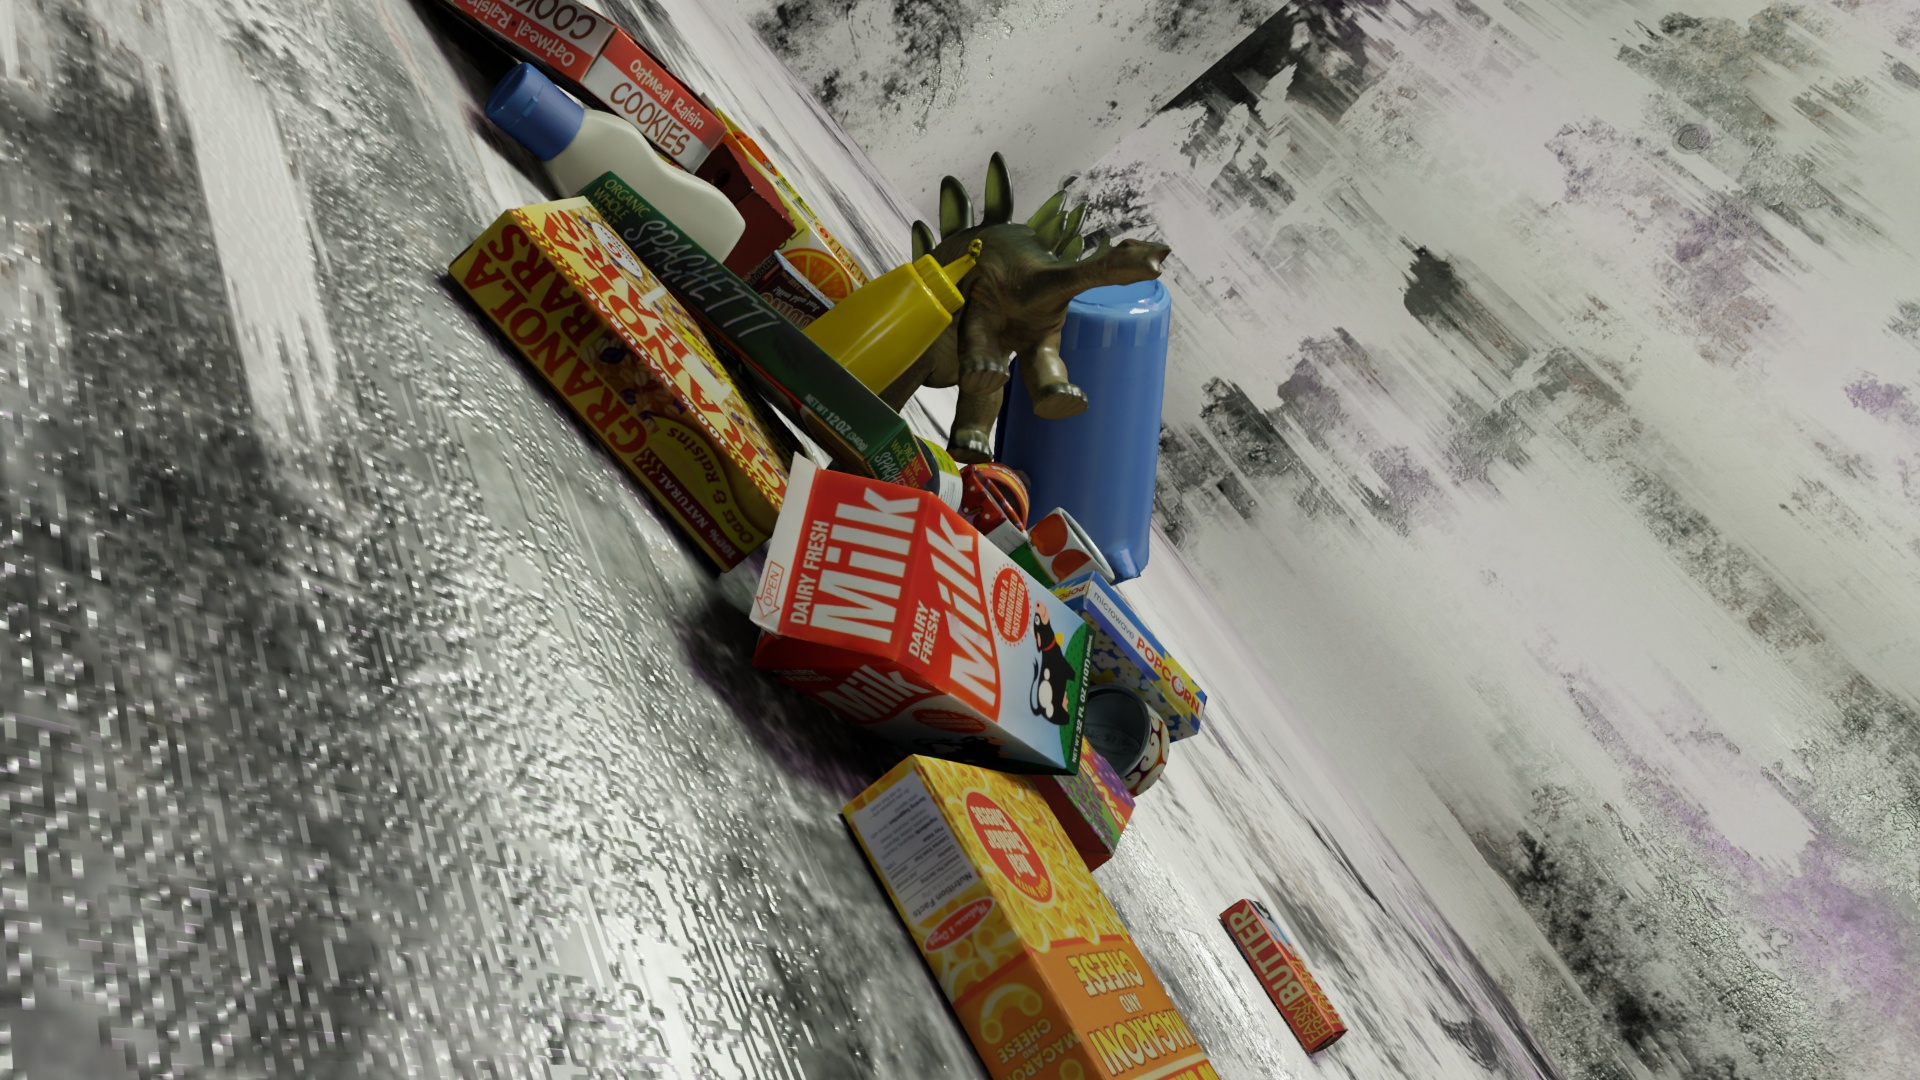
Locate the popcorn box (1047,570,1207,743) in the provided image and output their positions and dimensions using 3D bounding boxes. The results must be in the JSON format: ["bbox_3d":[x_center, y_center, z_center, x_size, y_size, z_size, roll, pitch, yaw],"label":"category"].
[{"bbox_3d":[0.087,0.084,0.894,0.126,0.085,0.038,47,38,-22],"label":"popcorn box"}]

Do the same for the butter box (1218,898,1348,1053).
[{"bbox_3d":[0.216,0.289,0.928,0.104,0.024,0.053,57,11,28],"label":"butter box"}]

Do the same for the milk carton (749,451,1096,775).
[{"bbox_3d":[-0.020,0.037,0.577,0.190,0.073,0.072,40,53,-49],"label":"milk carton"}]

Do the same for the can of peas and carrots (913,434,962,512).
[{"bbox_3d":[-0.039,-0.034,0.832,0.071,0.071,0.059,53,9,10],"label":"can of peas and carrots"}]

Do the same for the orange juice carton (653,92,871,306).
[{"bbox_3d":[-0.147,-0.226,1.006,0.192,0.071,0.073,49,10,-14],"label":"orange juice carton"}]

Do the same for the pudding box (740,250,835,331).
[{"bbox_3d":[-0.121,-0.158,0.947,0.030,0.049,0.083,56,10,34],"label":"pudding box"}]

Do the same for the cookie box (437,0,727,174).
[{"bbox_3d":[-0.232,-0.290,0.812,0.168,0.040,0.123,35,4,21],"label":"cookie box"}]

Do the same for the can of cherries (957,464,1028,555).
[{"bbox_3d":[0.003,-0.012,0.954,0.071,0.058,0.072,50,11,-12],"label":"can of cherries"}]

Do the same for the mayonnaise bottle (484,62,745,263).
[{"bbox_3d":[-0.191,-0.201,0.769,0.148,0.064,0.041,38,3,-39],"label":"mayonnaise bottle"}]

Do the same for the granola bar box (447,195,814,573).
[{"bbox_3d":[-0.138,-0.073,0.614,0.165,0.039,0.124,49,10,-13],"label":"granola bar box"}]

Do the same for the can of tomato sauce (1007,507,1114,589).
[{"bbox_3d":[0.056,0.025,0.985,0.071,0.083,0.071,50,10,-12],"label":"can of tomato sauce"}]

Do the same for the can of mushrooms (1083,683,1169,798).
[{"bbox_3d":[0.091,0.126,0.849,0.033,0.071,0.071,42,14,-48],"label":"can of mushrooms"}]

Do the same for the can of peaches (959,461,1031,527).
[{"bbox_3d":[0.019,-0.024,1.029,0.071,0.071,0.058,50,11,-6],"label":"can of peaches"}]

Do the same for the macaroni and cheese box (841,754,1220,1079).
[{"bbox_3d":[0.035,0.165,0.534,0.167,0.040,0.123,56,12,25],"label":"macaroni and cheese box"}]

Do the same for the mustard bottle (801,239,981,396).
[{"bbox_3d":[-0.047,-0.135,0.880,0.048,0.160,0.065,44,14,-44],"label":"mustard bottle"}]

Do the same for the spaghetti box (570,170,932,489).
[{"bbox_3d":[-0.109,-0.104,0.687,0.250,0.029,0.050,41,-12,28],"label":"spaghetti box"}]

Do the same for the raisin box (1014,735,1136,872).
[{"bbox_3d":[0.047,0.126,0.723,0.086,0.040,0.123,52,10,8],"label":"raisin box"}]
